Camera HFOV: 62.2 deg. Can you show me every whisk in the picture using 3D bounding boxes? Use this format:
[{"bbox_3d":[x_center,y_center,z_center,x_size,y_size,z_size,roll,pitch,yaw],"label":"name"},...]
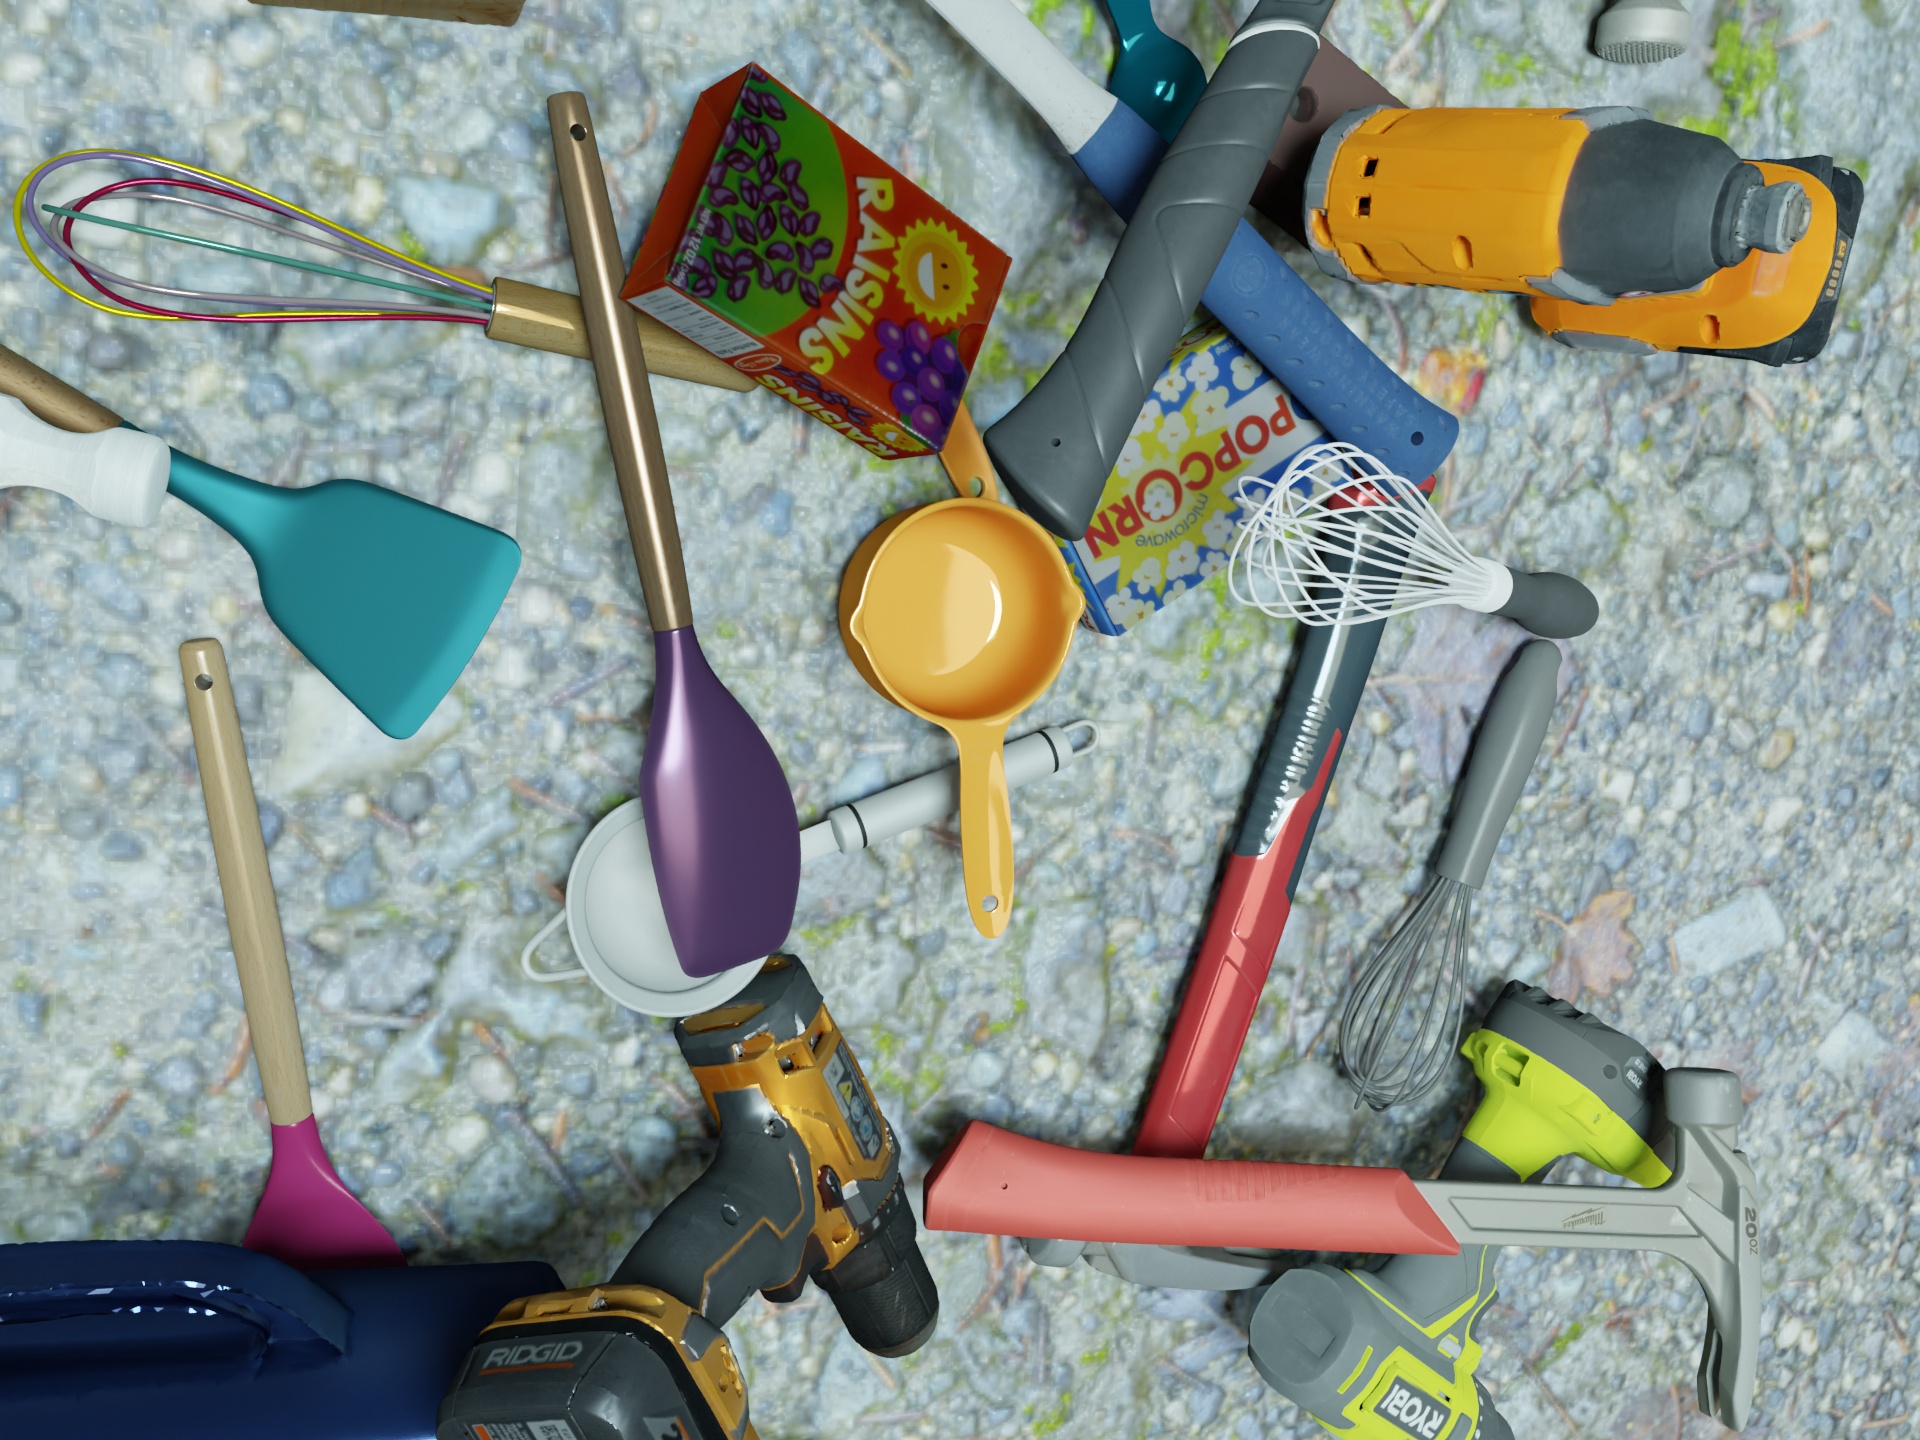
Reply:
[{"bbox_3d":[0.199,-0.060,0.656,0.284,0.070,0.070,6,101,-47],"label":"whisk"},{"bbox_3d":[0.233,0.073,0.748,0.055,0.055,0.239,20,91,-23],"label":"whisk"},{"bbox_3d":[-0.185,-0.144,0.548,0.244,0.051,0.047,7,89,-27],"label":"whisk"}]

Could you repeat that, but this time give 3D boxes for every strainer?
[{"bbox_3d":[-0.053,0.048,0.641,0.258,0.050,0.087,-20,96,-20],"label":"strainer"}]

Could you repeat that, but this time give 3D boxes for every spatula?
[{"bbox_3d":[-0.106,-0.059,0.571,0.059,0.018,0.315,-17,105,-27],"label":"spatula"},{"bbox_3d":[-0.300,-0.106,0.513,0.317,0.044,0.082,32,94,-22],"label":"spatula"}]

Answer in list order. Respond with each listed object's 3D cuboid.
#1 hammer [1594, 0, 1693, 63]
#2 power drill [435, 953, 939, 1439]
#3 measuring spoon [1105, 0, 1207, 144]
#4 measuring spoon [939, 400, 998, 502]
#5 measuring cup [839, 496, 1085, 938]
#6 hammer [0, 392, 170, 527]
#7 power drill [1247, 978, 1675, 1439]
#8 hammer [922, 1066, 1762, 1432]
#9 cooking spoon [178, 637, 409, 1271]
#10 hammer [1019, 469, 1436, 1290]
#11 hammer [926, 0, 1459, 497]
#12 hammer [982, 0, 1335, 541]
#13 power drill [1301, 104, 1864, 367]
[{"bbox_3d":[0.125,-0.364,0.611,0.410,0.038,0.146,2,100,-20],"label":"hammer"},{"bbox_3d":[-0.076,0.221,0.589,0.084,0.226,0.185,-14,111,22],"label":"power drill"},{"bbox_3d":[0.066,-0.275,0.598,0.042,0.021,0.128,-31,128,-5],"label":"measuring spoon"},{"bbox_3d":[-0.013,-0.130,0.630,0.021,0.011,0.116,-40,117,-28],"label":"measuring spoon"},{"bbox_3d":[-0.001,-0.002,0.634,0.095,0.052,0.173,-8,101,-18],"label":"measuring cup"},{"bbox_3d":[-0.353,0.055,0.495,0.128,0.033,0.331,15,93,-15],"label":"hammer"},{"bbox_3d":[0.260,0.260,0.771,0.190,0.080,0.228,41,83,-33],"label":"power drill"},{"bbox_3d":[0.163,0.218,0.679,0.359,0.036,0.149,3,82,-4],"label":"hammer"},{"bbox_3d":[-0.255,0.125,0.597,0.068,0.017,0.318,-7,105,-12],"label":"cooking spoon"},{"bbox_3d":[0.149,0.075,0.721,0.143,0.038,0.386,15,97,-24],"label":"hammer"},{"bbox_3d":[0.036,-0.217,0.573,0.405,0.035,0.144,38,87,-22],"label":"hammer"},{"bbox_3d":[0.120,-0.243,0.543,0.149,0.036,0.409,27,82,7],"label":"hammer"},{"bbox_3d":[0.256,-0.182,0.596,0.226,0.164,0.084,-8,111,-45],"label":"power drill"}]
